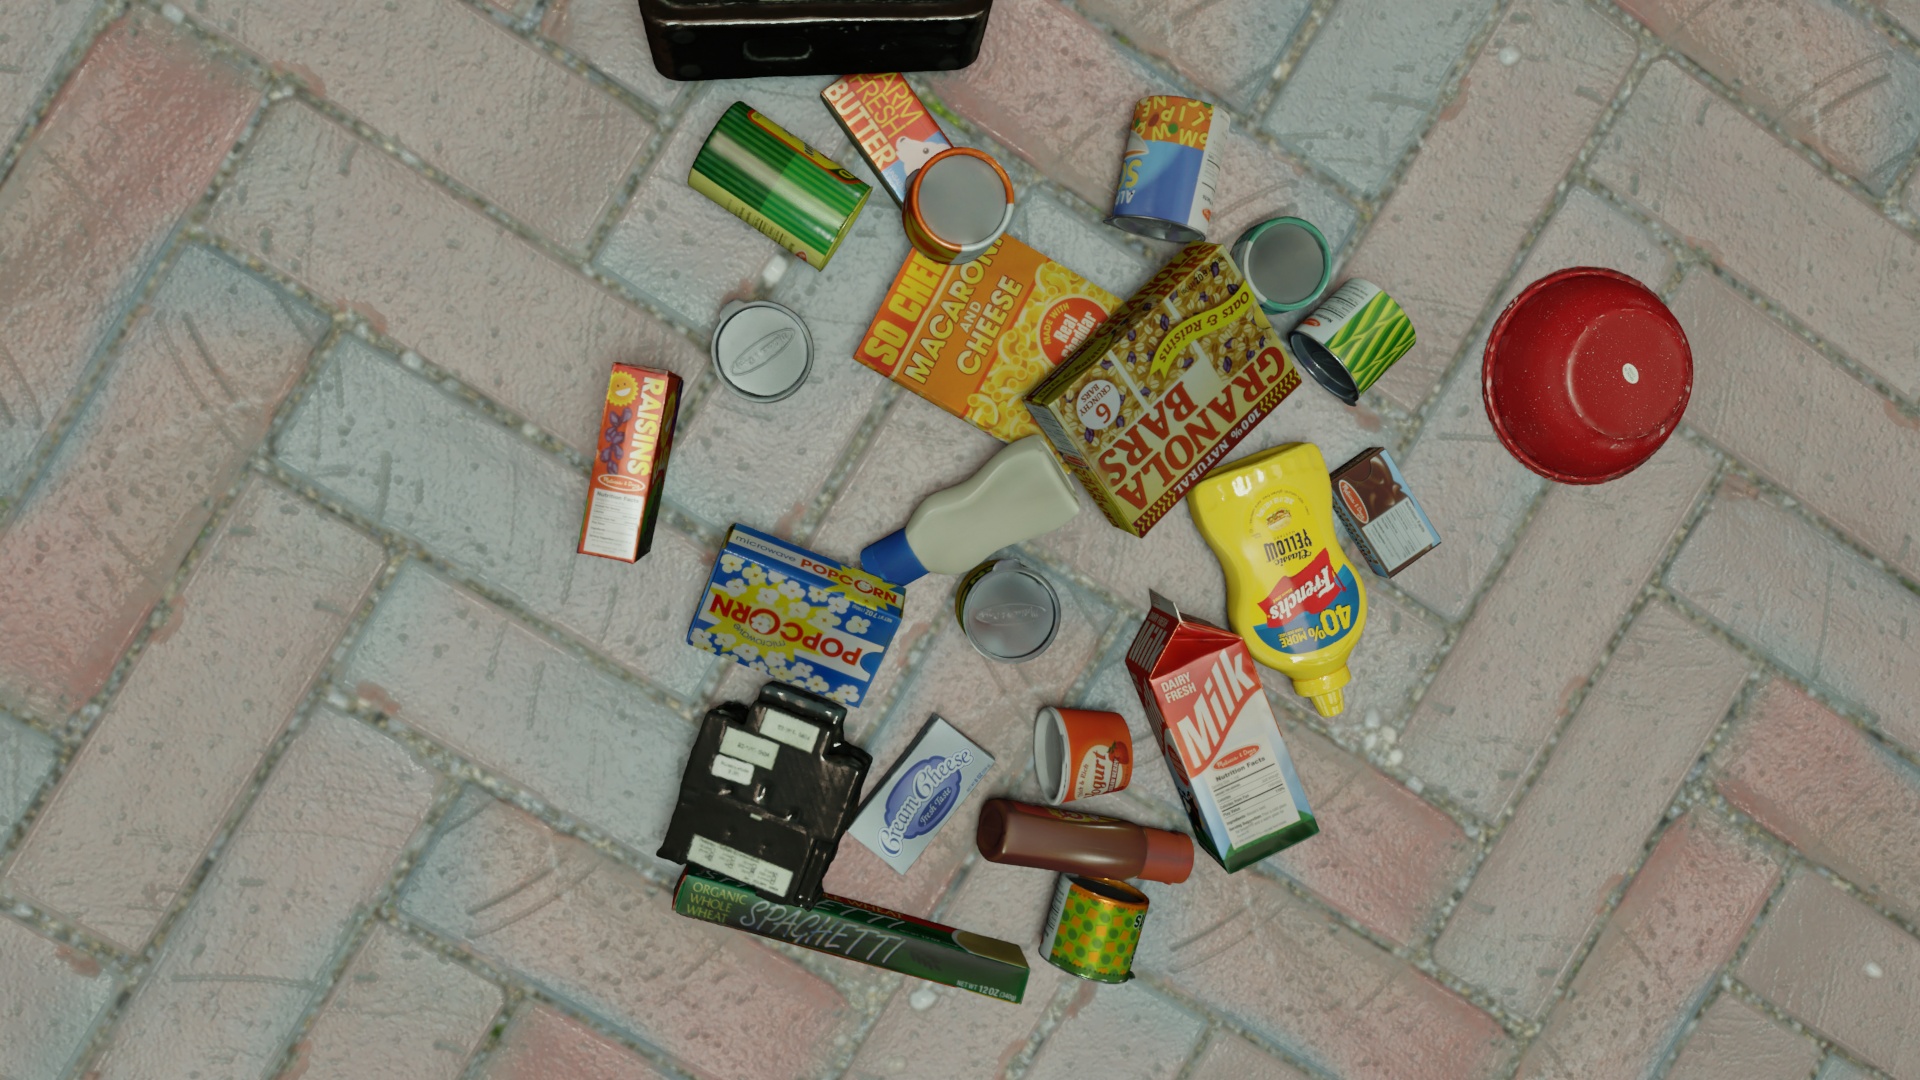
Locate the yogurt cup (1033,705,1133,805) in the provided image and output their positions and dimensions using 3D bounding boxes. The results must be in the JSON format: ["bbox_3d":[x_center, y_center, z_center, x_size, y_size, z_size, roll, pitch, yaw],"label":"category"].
[{"bbox_3d":[0.086,0.148,0.965,0.054,0.072,0.072,-1,94,-15],"label":"yogurt cup"}]

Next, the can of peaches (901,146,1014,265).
[{"bbox_3d":[-0.004,-0.215,0.890,0.071,0.058,0.071,0,93,-8],"label":"can of peaches"}]

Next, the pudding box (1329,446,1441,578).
[{"bbox_3d":[0.301,-0.021,0.996,0.050,0.030,0.083,-34,97,-2],"label":"pudding box"}]

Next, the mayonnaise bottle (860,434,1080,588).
[{"bbox_3d":[0.003,-0.012,0.936,0.148,0.041,0.064,-28,114,13],"label":"mayonnaise bottle"}]

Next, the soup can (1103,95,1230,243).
[{"bbox_3d":[0.140,-0.252,0.944,0.071,0.071,0.083,11,92,-8],"label":"soup can"}]

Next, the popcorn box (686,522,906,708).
[{"bbox_3d":[-0.110,0.051,0.929,0.127,0.038,0.084,22,120,-8],"label":"popcorn box"}]

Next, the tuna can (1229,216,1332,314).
[{"bbox_3d":[0.227,-0.193,0.974,0.071,0.033,0.071,-1,94,-6],"label":"tuna can"}]

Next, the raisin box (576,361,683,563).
[{"bbox_3d":[-0.213,-0.052,0.903,0.040,0.086,0.123,11,93,-6],"label":"raisin box"}]

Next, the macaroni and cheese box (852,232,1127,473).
[{"bbox_3d":[0.028,-0.138,0.950,0.166,0.040,0.123,28,89,-8],"label":"macaroni and cheese box"}]

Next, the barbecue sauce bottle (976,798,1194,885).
[{"bbox_3d":[0.090,0.213,0.972,0.149,0.064,0.044,12,81,-16],"label":"barbecue sauce bottle"}]

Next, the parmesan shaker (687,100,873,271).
[{"bbox_3d":[-0.118,-0.233,0.910,0.103,0.071,0.071,33,90,-8],"label":"parmesan shaker"}]

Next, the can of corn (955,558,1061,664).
[{"bbox_3d":[0.031,0.045,0.953,0.071,0.058,0.071,-1,94,-7],"label":"can of corn"}]

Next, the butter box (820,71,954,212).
[{"bbox_3d":[-0.044,-0.275,0.940,0.053,0.024,0.103,-37,97,-3],"label":"butter box"}]

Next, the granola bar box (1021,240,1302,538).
[{"bbox_3d":[0.140,-0.102,0.937,0.166,0.039,0.124,-43,118,-10],"label":"granola bar box"}]

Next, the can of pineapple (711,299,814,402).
[{"bbox_3d":[-0.131,-0.126,0.922,0.071,0.058,0.071,-1,94,-7],"label":"can of pineapple"}]

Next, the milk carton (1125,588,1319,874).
[{"bbox_3d":[0.174,0.124,0.970,0.073,0.072,0.190,-23,97,-5],"label":"milk carton"}]

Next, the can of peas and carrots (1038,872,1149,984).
[{"bbox_3d":[0.096,0.270,0.972,0.071,0.071,0.058,15,92,-8],"label":"can of peas and carrots"}]

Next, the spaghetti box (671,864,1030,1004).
[{"bbox_3d":[-0.075,0.269,0.960,0.250,0.050,0.028,17,90,-8],"label":"spaghetti box"}]

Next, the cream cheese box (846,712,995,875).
[{"bbox_3d":[-0.029,0.177,0.972,0.053,0.024,0.104,39,88,-7],"label":"cream cheese box"}]

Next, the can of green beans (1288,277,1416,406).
[{"bbox_3d":[0.273,-0.140,0.967,0.058,0.071,0.071,-43,98,-3],"label":"can of green beans"}]
